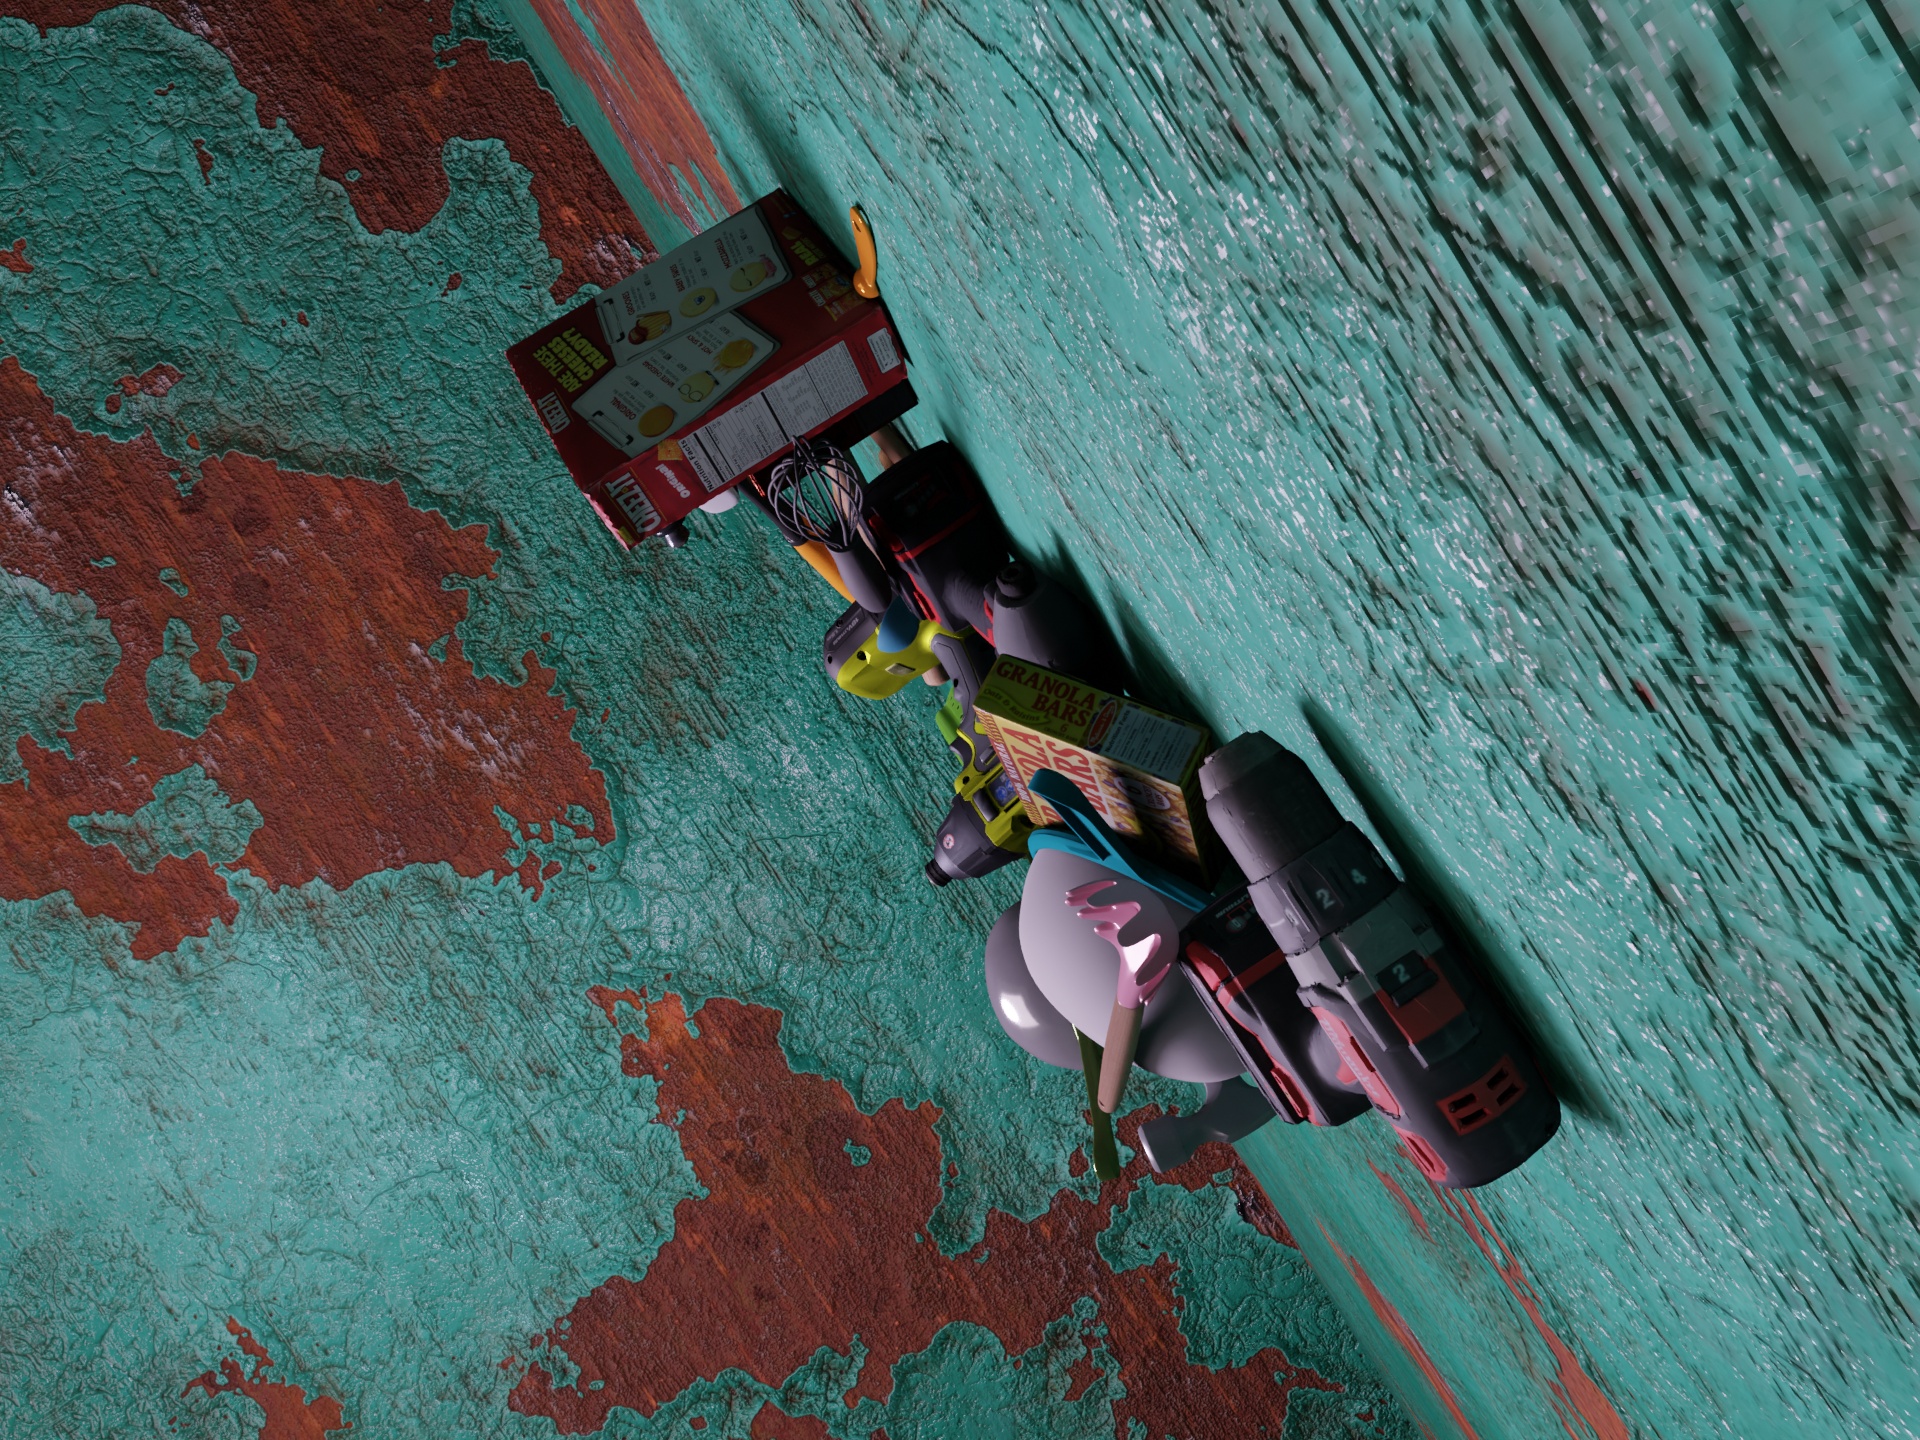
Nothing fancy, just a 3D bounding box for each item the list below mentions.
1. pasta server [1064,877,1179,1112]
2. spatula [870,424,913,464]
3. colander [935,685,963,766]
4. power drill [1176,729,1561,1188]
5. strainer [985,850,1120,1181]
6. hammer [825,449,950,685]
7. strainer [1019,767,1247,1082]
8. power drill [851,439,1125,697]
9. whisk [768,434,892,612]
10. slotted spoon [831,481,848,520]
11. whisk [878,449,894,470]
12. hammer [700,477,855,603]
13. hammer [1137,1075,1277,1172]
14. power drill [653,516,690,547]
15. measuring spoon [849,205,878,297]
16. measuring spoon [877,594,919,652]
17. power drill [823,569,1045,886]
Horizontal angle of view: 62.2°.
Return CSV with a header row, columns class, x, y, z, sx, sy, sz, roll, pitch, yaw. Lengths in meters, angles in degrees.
class,x,y,z,sx,sy,sz,roll,pitch,yaw
pasta server,0.083,0.160,0.847,0.060,0.040,0.316,52,163,26
spatula,-0.041,-0.201,1.243,0.316,0.018,0.059,54,180,39
colander,0.059,0.038,1.402,0.204,0.094,0.397,58,177,-20
power drill,0.153,0.100,0.687,0.188,0.080,0.226,57,174,7
strainer,0.061,0.218,1.084,0.257,0.069,0.151,-96,-16,-58
hammer,-0.078,-0.169,1.221,0.331,0.031,0.130,64,-152,-28
strainer,0.089,0.131,0.916,0.211,0.095,0.340,24,167,32
power drill,0.020,-0.081,0.996,0.220,0.078,0.143,50,173,46
whisk,-0.071,-0.112,0.986,0.055,0.055,0.238,56,178,17
slotted spoon,-0.098,-0.200,1.323,0.070,0.031,0.314,61,-167,-59
whisk,-0.008,-0.120,1.259,0.245,0.051,0.047,61,153,21
hammer,-0.126,-0.153,1.269,0.336,0.034,0.127,43,-152,-58
hammer,0.125,0.114,1.156,0.035,0.144,0.406,65,-179,-57
power drill,-0.198,-0.249,1.266,0.164,0.226,0.084,59,177,-30
measuring spoon,-0.057,-0.261,0.894,0.021,0.011,0.117,57,177,3
measuring spoon,-0.022,-0.104,1.127,0.021,0.128,0.042,24,176,14
power drill,-0.002,-0.004,1.154,0.080,0.171,0.223,19,-148,-55
